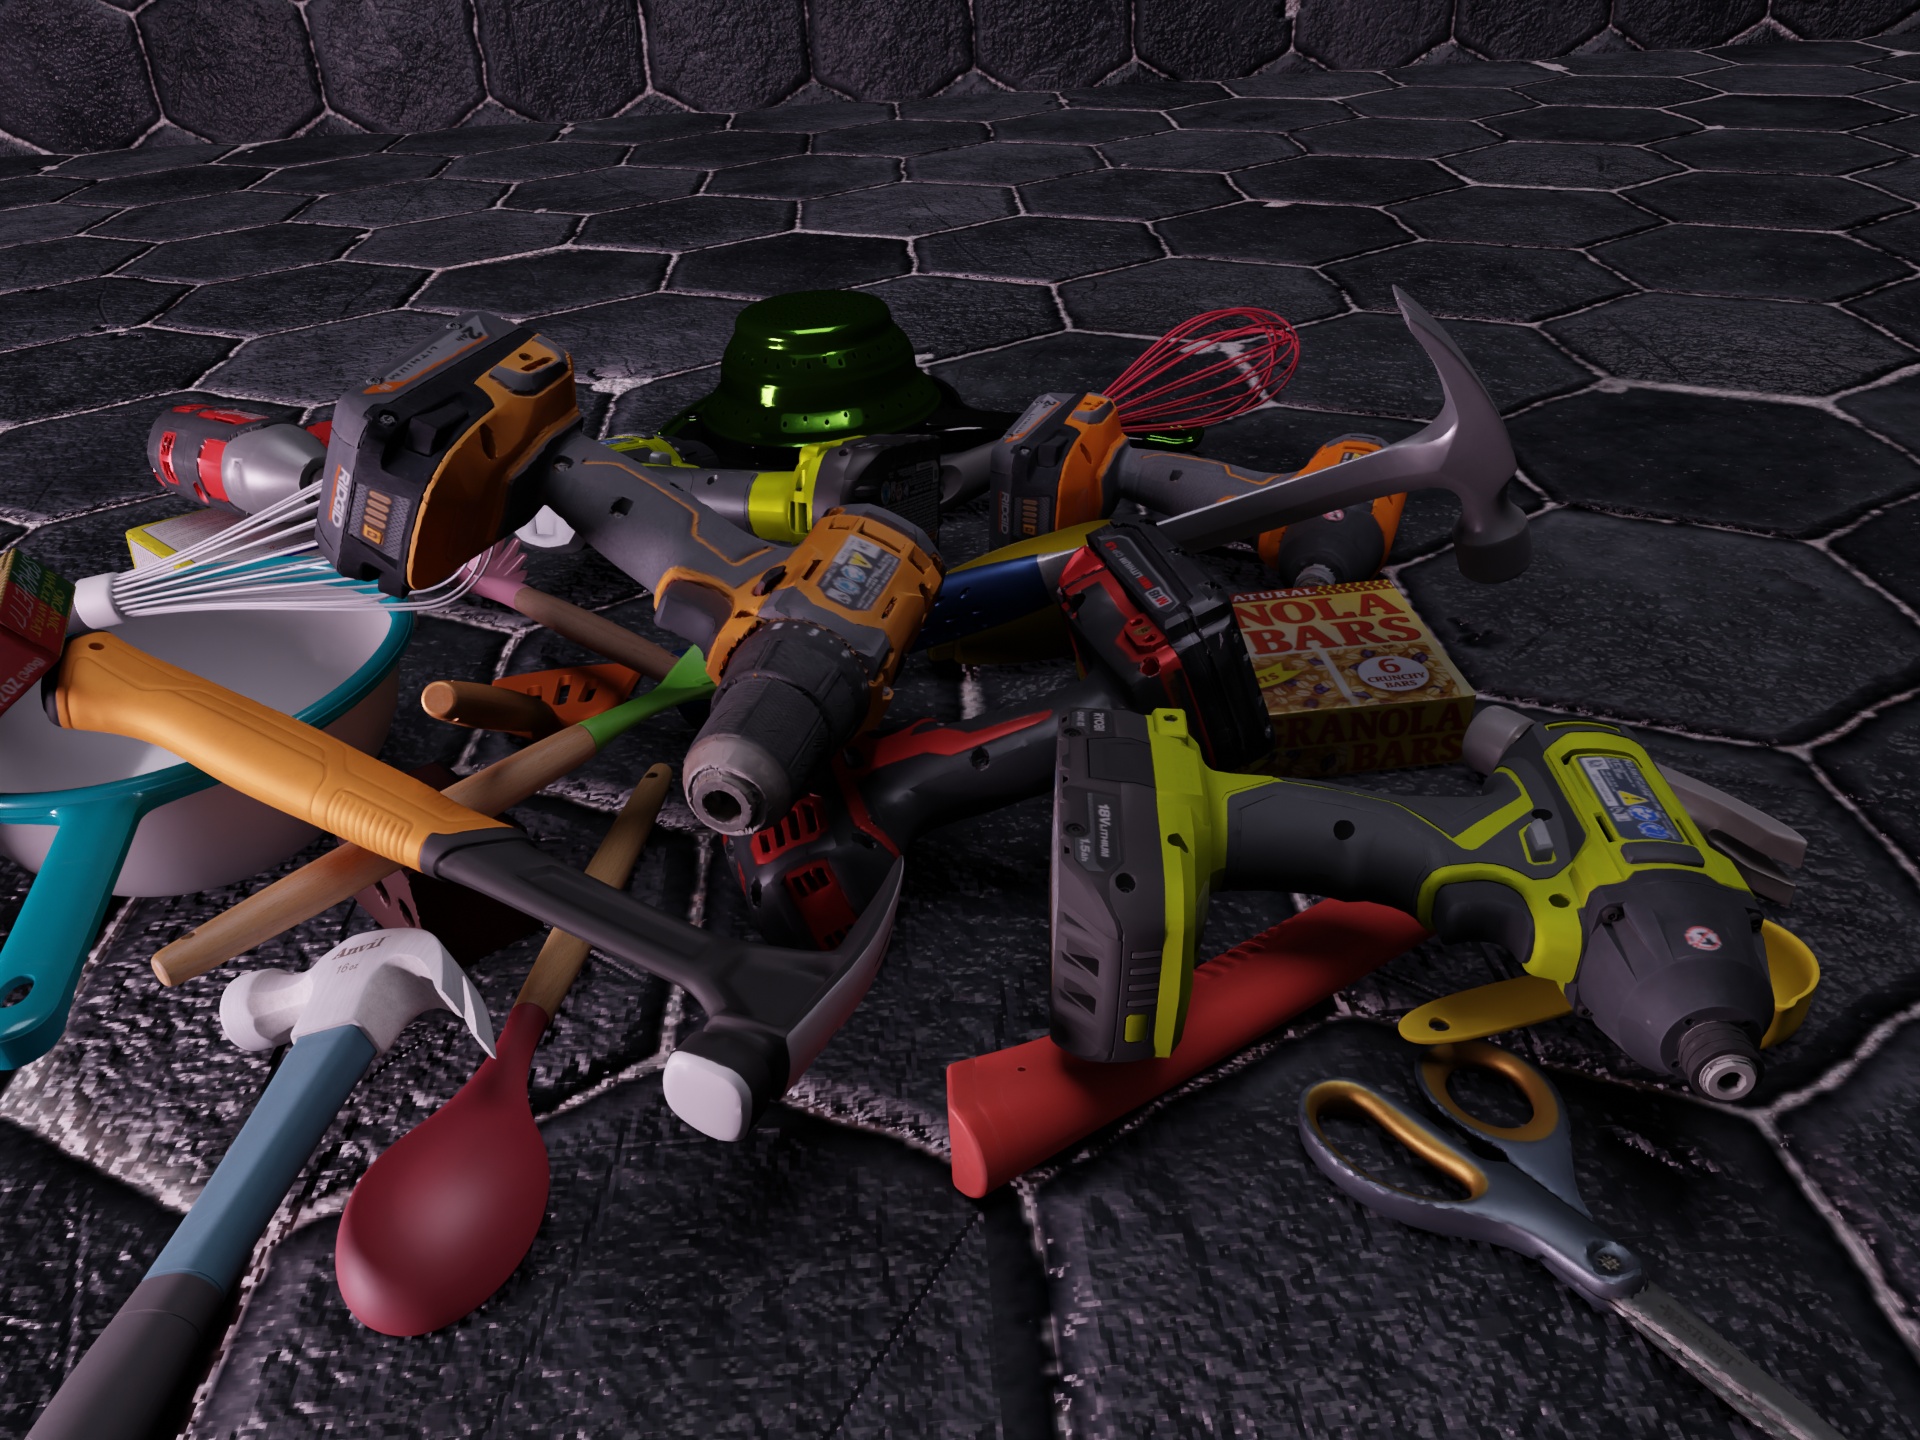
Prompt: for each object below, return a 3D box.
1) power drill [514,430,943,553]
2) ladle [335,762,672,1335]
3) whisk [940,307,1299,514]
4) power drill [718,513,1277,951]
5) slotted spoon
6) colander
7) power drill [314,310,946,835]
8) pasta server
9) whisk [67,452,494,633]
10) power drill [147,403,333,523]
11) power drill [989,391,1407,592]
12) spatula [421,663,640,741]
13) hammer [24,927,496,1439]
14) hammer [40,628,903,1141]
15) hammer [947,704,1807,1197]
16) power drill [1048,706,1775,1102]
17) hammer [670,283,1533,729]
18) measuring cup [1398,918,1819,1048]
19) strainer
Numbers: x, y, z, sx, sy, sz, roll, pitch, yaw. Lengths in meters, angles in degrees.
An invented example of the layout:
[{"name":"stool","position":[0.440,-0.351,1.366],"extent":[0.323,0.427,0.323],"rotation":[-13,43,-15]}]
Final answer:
[{"name":"power drill","position":[-0.130,-0.138,0.960],"extent":[0.228,0.080,0.190],"rotation":[7,16,19]},{"name":"ladle","position":[-0.156,0.099,0.615],"extent":[0.069,0.031,0.316],"rotation":[-3,28,8]},{"name":"whisk","position":[0.092,-0.198,1.036],"extent":[0.296,0.073,0.073],"rotation":[-25,34,-9]},{"name":"power drill","position":[-0.001,-0.002,0.687],"extent":[0.226,0.080,0.188],"rotation":[-26,30,-2]},{"name":"slotted spoon","position":[-0.174,0.020,0.646],"extent":[0.070,0.031,0.314],"rotation":[3,28,46]},{"name":"colander","position":[-0.026,-0.244,1.124],"extent":[0.397,0.094,0.205],"rotation":[7,32,18]},{"name":"power drill","position":[-0.129,-0.055,0.611],"extent":[0.226,0.084,0.185],"rotation":[26,37,-2]},{"name":"pasta server","position":[-0.222,-0.067,0.861],"extent":[0.060,0.040,0.316],"rotation":[10,8,-40]},{"name":"whisk","position":[-0.342,-0.058,0.695],"extent":[0.284,0.070,0.070],"rotation":[-13,30,1]},{"name":"power drill","position":[-0.367,-0.166,0.992],"extent":[0.143,0.078,0.219],"rotation":[16,21,29]},{"name":"power drill","position":[0.134,-0.121,0.914],"extent":[0.226,0.084,0.164],"rotation":[11,33,16]},{"name":"spatula","position":[-0.194,-0.012,0.703],"extent":[0.081,0.041,0.322],"rotation":[-7,-1,-5]},{"name":"hammer","position":[-0.233,0.178,0.459],"extent":[0.128,0.033,0.331],"rotation":[-17,29,19]},{"name":"hammer","position":[-0.187,0.035,0.571],"extent":[0.337,0.034,0.127],"rotation":[22,33,16]},{"name":"hammer","position":[0.150,0.086,0.595],"extent":[0.359,0.036,0.149],"rotation":[-22,35,-29]},{"name":"power drill","position":[0.143,0.058,0.534],"extent":[0.223,0.080,0.171],"rotation":[2,29,2]},{"name":"hammer","position":[0.048,-0.074,0.739],"extent":[0.405,0.143,0.035],"rotation":[-16,35,15]},{"name":"measuring cup","position":[0.227,0.103,0.565],"extent":[0.156,0.029,0.062],"rotation":[-10,30,-10]},{"name":"strainer","position":[-0.329,0.046,0.660],"extent":[0.211,0.095,0.341],"rotation":[-11,33,-6]}]
